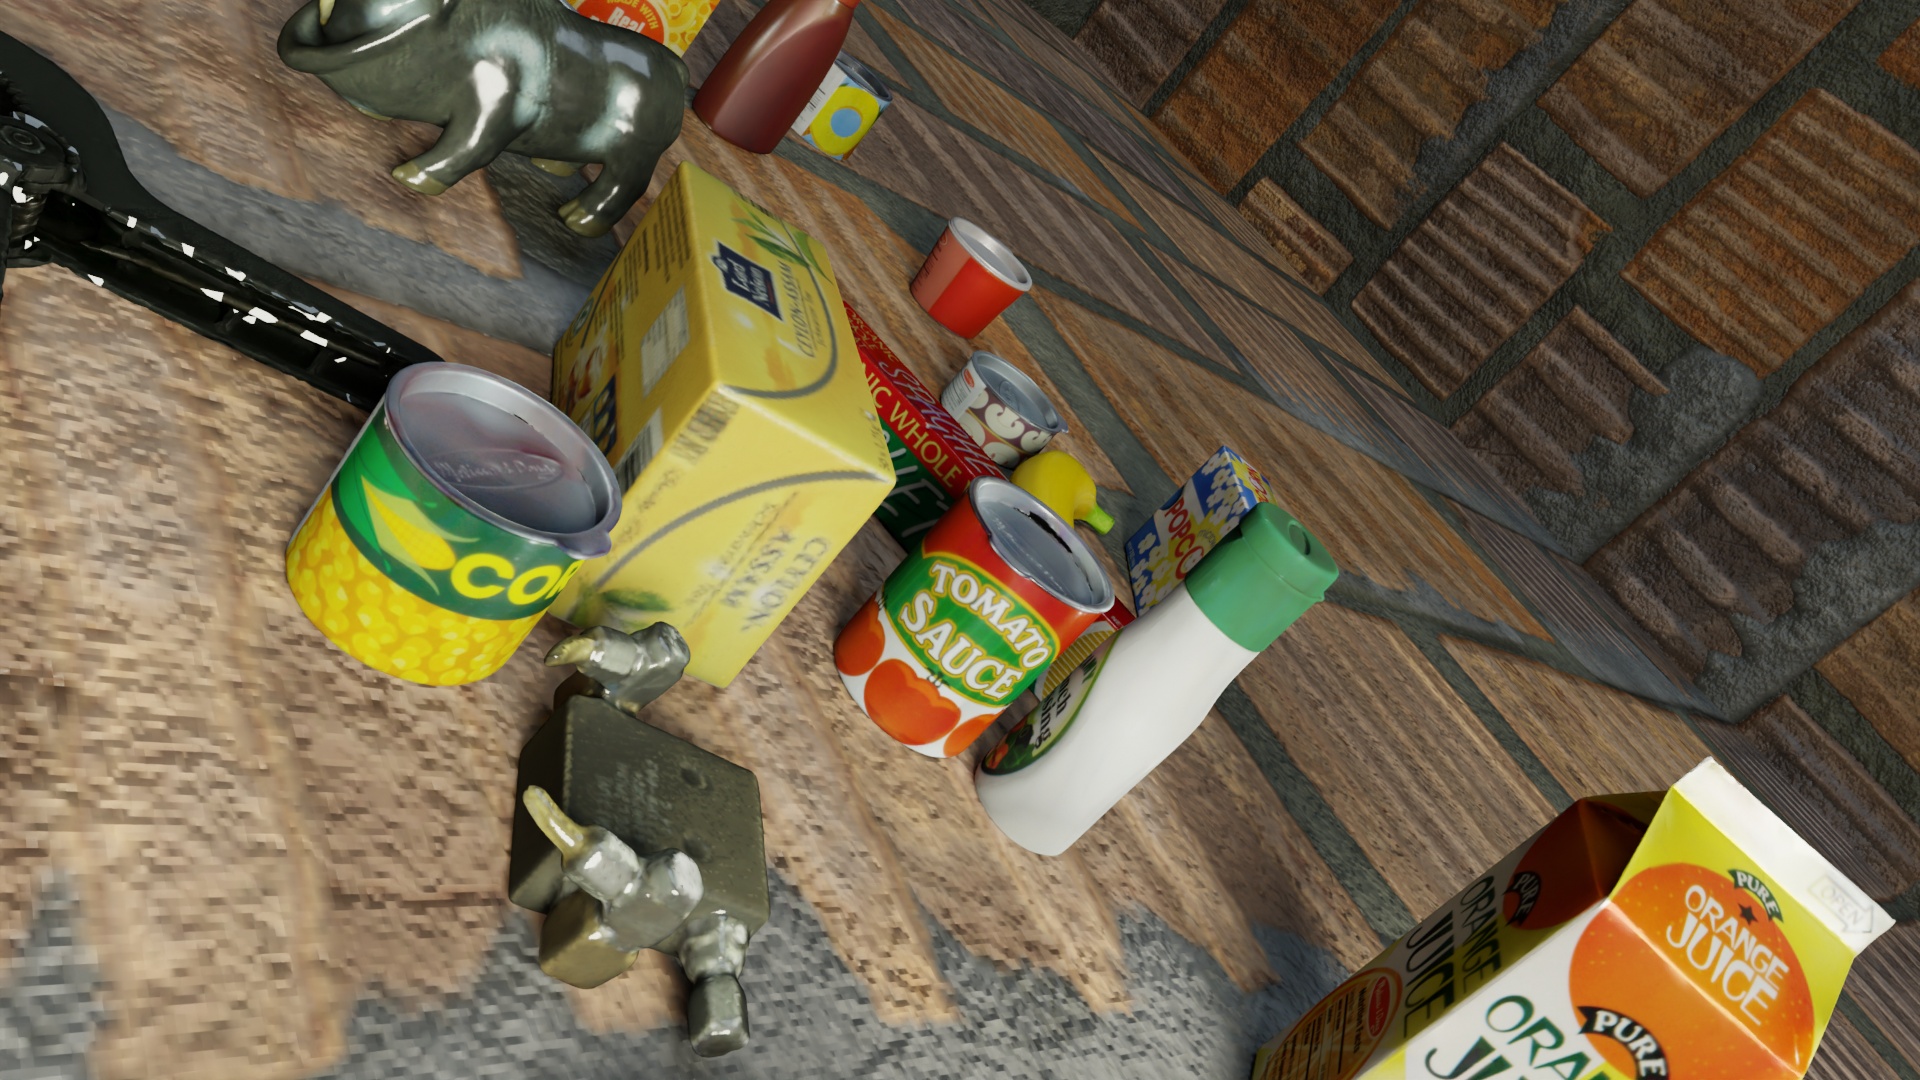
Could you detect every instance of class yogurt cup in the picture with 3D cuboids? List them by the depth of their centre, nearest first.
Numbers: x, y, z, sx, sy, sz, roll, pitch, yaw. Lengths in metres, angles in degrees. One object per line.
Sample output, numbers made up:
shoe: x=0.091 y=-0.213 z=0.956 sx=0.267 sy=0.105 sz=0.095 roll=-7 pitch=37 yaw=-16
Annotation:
yogurt cup: x=0.004 y=-0.168 z=0.904 sx=0.072 sy=0.053 sz=0.073 roll=35 pitch=23 yaw=-17

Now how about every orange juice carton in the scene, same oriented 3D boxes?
orange juice carton: x=0.179 y=0.150 z=0.429 sx=0.072 sy=0.192 sz=0.073 roll=44 pitch=22 yaw=4

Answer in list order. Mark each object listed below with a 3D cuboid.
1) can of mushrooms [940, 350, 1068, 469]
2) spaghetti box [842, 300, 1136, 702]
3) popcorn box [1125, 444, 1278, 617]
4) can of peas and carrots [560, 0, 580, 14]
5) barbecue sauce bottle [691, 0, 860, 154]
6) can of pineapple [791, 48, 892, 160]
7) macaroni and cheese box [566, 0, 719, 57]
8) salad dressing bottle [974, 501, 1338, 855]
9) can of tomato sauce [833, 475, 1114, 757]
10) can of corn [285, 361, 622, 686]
can of mushrooms: x=0.025 y=-0.072 z=0.790 sx=0.071 sy=0.033 sz=0.071 roll=35 pitch=23 yaw=-17
spaghetti box: x=0.002 y=-0.008 z=0.612 sx=0.250 sy=0.050 sz=0.029 roll=48 pitch=22 yaw=14
popcorn box: x=0.135 y=0.013 z=0.748 sx=0.038 sy=0.085 sz=0.127 roll=36 pitch=23 yaw=-16
can of peas and carrots: x=-0.217 y=-0.232 z=0.648 sx=0.071 sy=0.058 sz=0.071 roll=35 pitch=23 yaw=-17
barbecue sauce bottle: x=-0.102 y=-0.313 z=0.867 sx=0.044 sy=0.148 sz=0.065 roll=53 pitch=24 yaw=24
can of pineapple: x=-0.091 y=-0.322 z=1.020 sx=0.071 sy=0.057 sz=0.071 roll=35 pitch=23 yaw=-17
macaroni and cheese box: x=-0.180 y=-0.316 z=0.718 sx=0.123 sy=0.166 sz=0.040 roll=22 pitch=30 yaw=-41
salad dressing bottle: x=0.067 y=0.049 z=0.487 sx=0.044 sy=0.147 sz=0.064 roll=41 pitch=22 yaw=-3
can of tomato sauce: x=0.003 y=0.029 z=0.504 sx=0.071 sy=0.083 sz=0.071 roll=35 pitch=23 yaw=-17
can of corn: x=-0.133 y=-0.002 z=0.368 sx=0.071 sy=0.058 sz=0.071 roll=35 pitch=23 yaw=-17
